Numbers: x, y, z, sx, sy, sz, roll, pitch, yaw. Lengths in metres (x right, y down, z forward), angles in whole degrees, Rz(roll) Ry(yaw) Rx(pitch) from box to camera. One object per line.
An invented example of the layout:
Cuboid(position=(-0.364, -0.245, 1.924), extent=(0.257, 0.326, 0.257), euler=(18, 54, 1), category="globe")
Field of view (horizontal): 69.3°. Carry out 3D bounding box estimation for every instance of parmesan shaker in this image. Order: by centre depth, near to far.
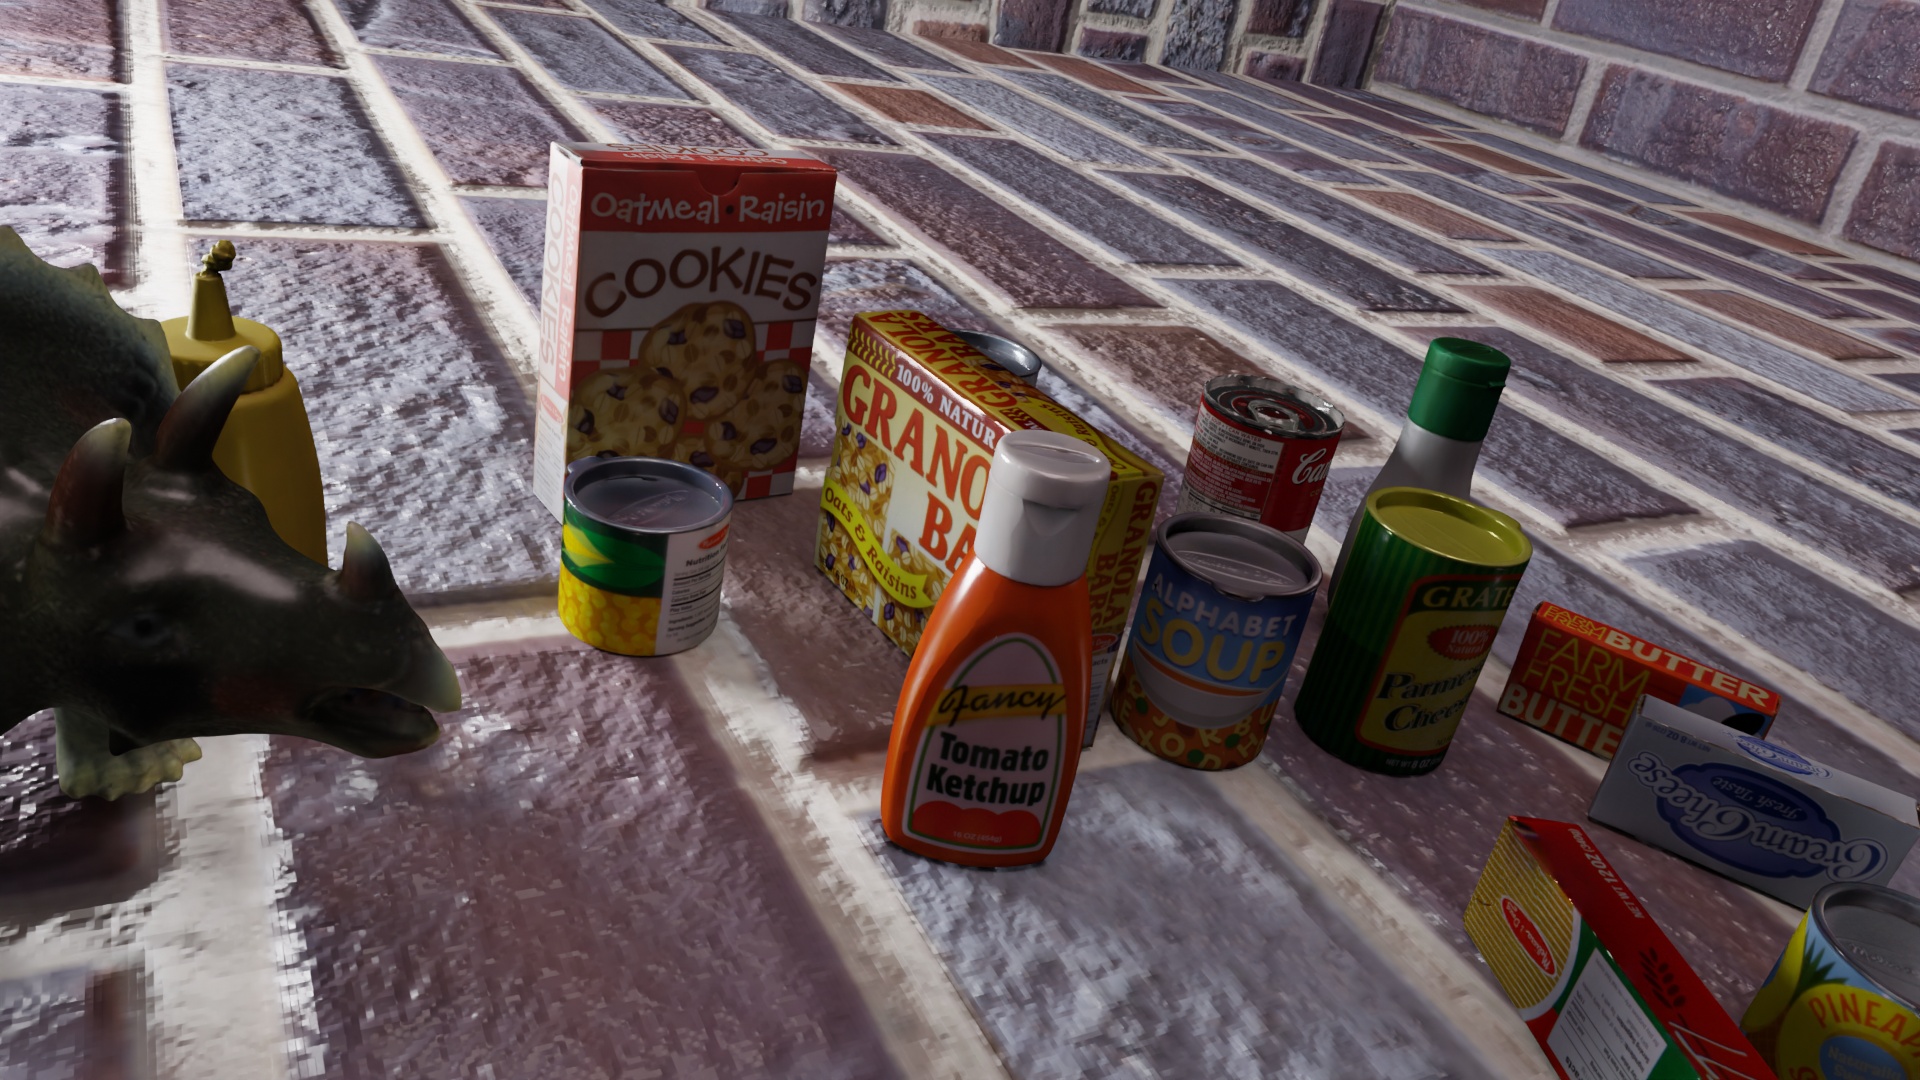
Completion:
Cuboid(position=(0.188, 0.038, 0.578), extent=(0.071, 0.102, 0.071), euler=(9, 26, -5), category="parmesan shaker")

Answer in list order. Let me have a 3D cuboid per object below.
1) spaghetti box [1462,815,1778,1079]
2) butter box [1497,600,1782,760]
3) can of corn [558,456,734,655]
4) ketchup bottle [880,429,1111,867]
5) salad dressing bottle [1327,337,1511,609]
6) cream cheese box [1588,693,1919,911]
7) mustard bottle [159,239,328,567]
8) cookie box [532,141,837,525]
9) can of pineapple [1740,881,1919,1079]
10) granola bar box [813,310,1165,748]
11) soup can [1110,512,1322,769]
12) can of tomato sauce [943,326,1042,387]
Cuboid(position=(0.210, 0.175, 0.377), extent=(0.029, 0.050, 0.251), euler=(6, 27, -11), category="spaghetti box")
Cuboid(position=(0.296, 0.071, 0.612), extent=(0.103, 0.053, 0.024), euler=(26, 29, 26), category="butter box")
Cuboid(position=(-0.130, 0.005, 0.564), extent=(0.071, 0.058, 0.071), euler=(9, 26, -5), category="can of corn")
Cuboid(position=(0.015, 0.037, 0.458), extent=(0.065, 0.148, 0.044), euler=(9, 26, -6), category="ketchup bottle")
Cuboid(position=(0.218, -0.022, 0.658), extent=(0.064, 0.147, 0.044), euler=(-7, 32, -33), category="salad dressing bottle")
Cuboid(position=(0.311, 0.106, 0.549), extent=(0.104, 0.053, 0.024), euler=(23, 28, 21), category="cream cheese box")
Cuboid(position=(-0.244, -0.021, 0.454), extent=(0.065, 0.159, 0.049), euler=(16, 26, 9), category="mustard bottle")
Cuboid(position=(-0.127, -0.095, 0.640), extent=(0.123, 0.166, 0.040), euler=(-10, 33, -36), category="cookie box")
Cuboid(position=(0.295, 0.154, 0.444), extent=(0.071, 0.057, 0.071), euler=(9, 26, -5), category="can of pineapple")
Cuboid(position=(0.002, -0.007, 0.567), extent=(0.039, 0.123, 0.166), euler=(-8, 33, -35), category="granola bar box")
Cuboid(position=(0.101, 0.041, 0.558), extent=(0.071, 0.083, 0.071), euler=(9, 26, -5), category="soup can")
Cuboid(position=(-0.001, -0.060, 0.717), extent=(0.071, 0.082, 0.071), euler=(9, 26, -5), category="can of tomato sauce")
